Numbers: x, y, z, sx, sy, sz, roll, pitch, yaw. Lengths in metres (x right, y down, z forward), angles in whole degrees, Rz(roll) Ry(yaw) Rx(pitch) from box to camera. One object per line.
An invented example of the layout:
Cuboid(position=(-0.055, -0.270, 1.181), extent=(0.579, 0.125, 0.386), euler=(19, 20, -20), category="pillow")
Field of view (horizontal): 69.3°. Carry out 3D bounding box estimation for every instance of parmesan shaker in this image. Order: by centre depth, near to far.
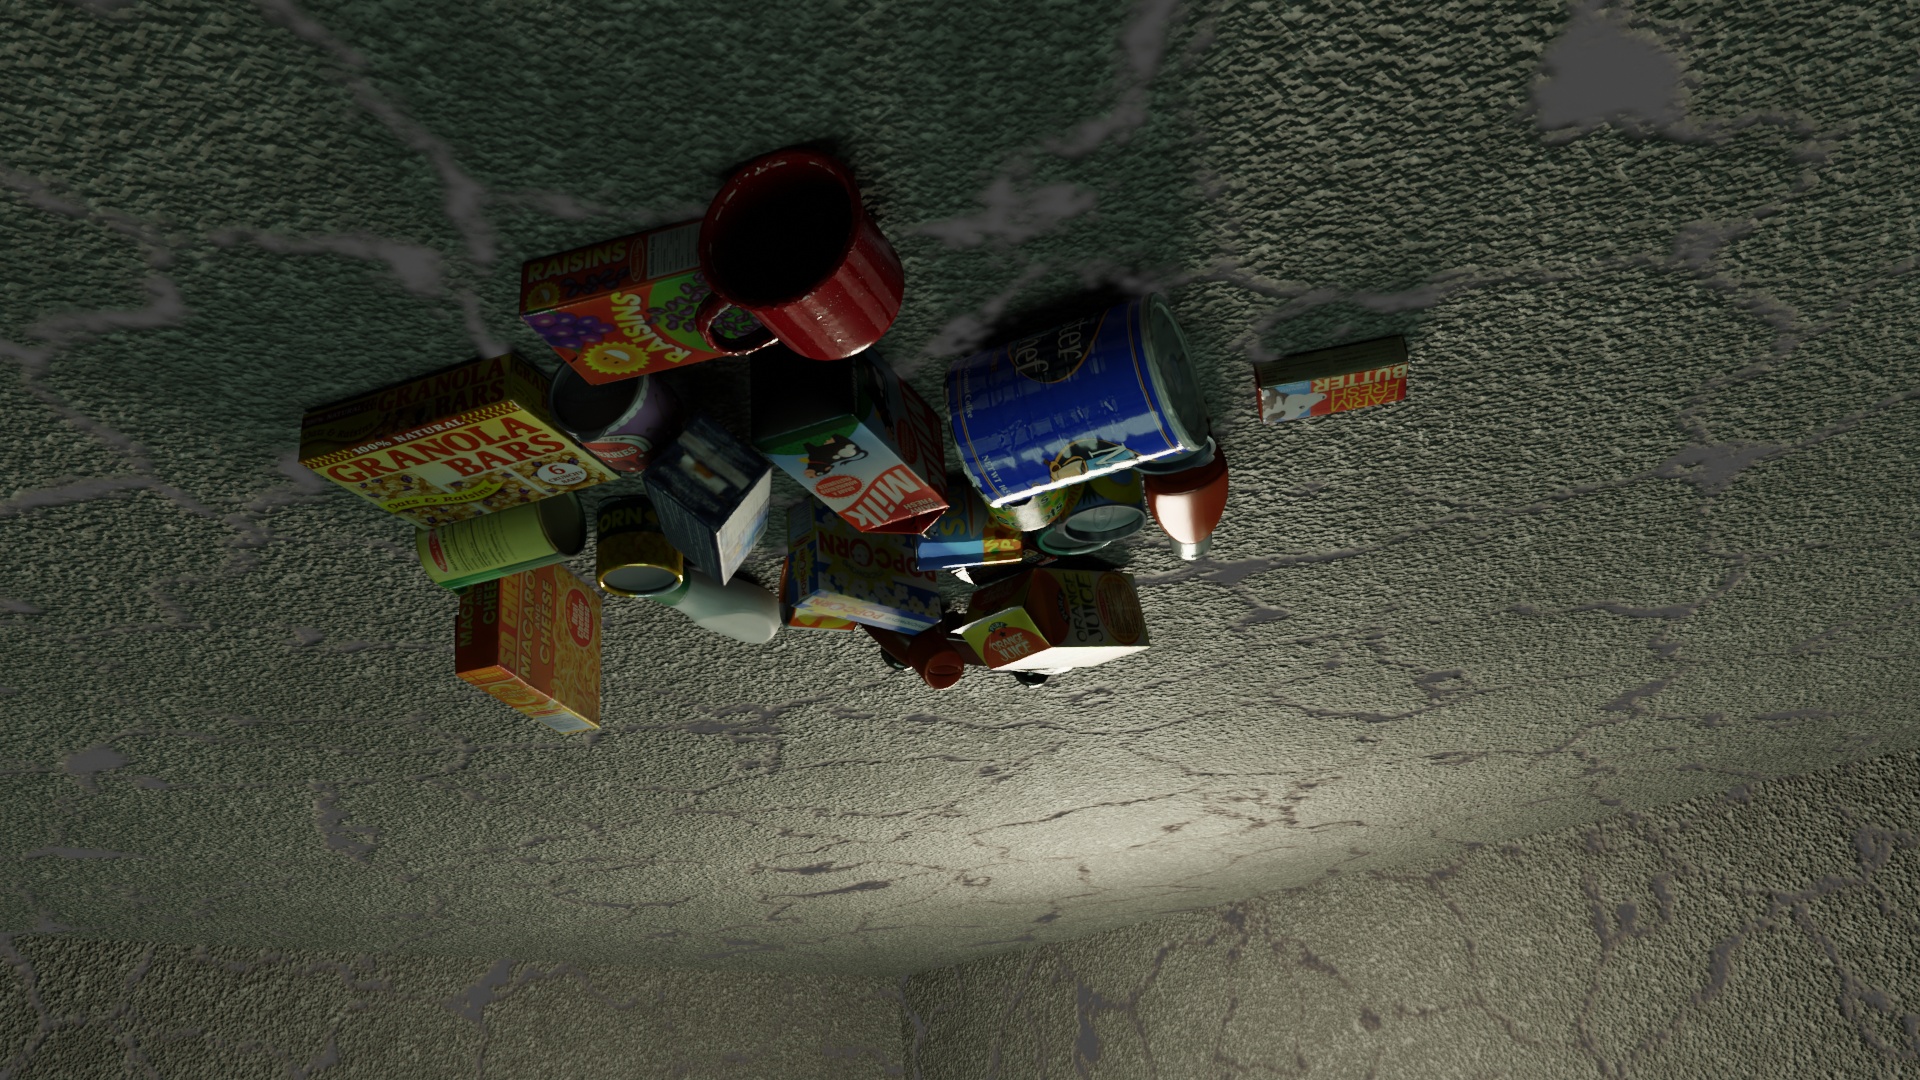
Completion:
Cuboid(position=(-0.335, -0.004, 1.022), extent=(0.103, 0.071, 0.071), euler=(-13, 154, 15), category="parmesan shaker")

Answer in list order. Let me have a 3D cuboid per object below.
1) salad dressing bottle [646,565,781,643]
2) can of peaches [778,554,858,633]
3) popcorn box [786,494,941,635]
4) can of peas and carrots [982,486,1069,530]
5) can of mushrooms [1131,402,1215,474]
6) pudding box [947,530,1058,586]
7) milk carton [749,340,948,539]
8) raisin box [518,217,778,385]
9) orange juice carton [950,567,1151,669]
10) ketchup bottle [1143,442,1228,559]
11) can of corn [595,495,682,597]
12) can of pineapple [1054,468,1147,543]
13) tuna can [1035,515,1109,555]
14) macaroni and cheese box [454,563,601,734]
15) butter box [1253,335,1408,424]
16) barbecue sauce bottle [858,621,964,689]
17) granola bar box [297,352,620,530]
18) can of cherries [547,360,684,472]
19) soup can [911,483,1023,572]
Cuboid(position=(-0.218, 0.049, 1.195), extent=(0.064, 0.044, 0.147), euler=(-19, 151, 30), category="salad dressing bottle")
Cuboid(position=(-0.118, 0.042, 1.176), extent=(0.058, 0.071, 0.071), euler=(5, 153, -20), category="can of peaches")
Cuboid(position=(-0.076, 0.021, 1.113), extent=(0.127, 0.085, 0.038), euler=(17, 146, -39), category="popcorn box")
Cuboid(position=(0.044, -0.045, 1.012), extent=(0.071, 0.071, 0.058), euler=(-9, 155, 8), category="can of peas and carrots")
Cuboid(position=(0.152, -0.077, 1.012), extent=(0.071, 0.033, 0.070), euler=(-5, 155, -2), category="can of mushrooms")
Cuboid(position=(0.034, 0.009, 1.176), extent=(0.083, 0.030, 0.049), euler=(-19, 153, 28), category="pudding box")
Cuboid(position=(-0.063, -0.065, 0.944), extent=(0.073, 0.072, 0.190), euler=(-15, 154, 19), category="milk carton")
Cuboid(position=(-0.179, -0.136, 0.806), extent=(0.123, 0.040, 0.086), euler=(-11, 156, 12), category="raisin box")
Cuboid(position=(0.079, 0.070, 1.219), extent=(0.071, 0.073, 0.193), euler=(-23, 162, 38), category="orange juice carton")
Cuboid(position=(0.182, -0.028, 1.111), extent=(0.065, 0.044, 0.148), euler=(-18, 155, 3), category="ketchup bottle")
Cuboid(position=(-0.250, 0.005, 1.073), extent=(0.071, 0.058, 0.071), euler=(-5, 155, -2), category="can of corn")
Cuboid(position=(0.104, -0.038, 1.056), extent=(0.071, 0.058, 0.070), euler=(-5, 155, -2), category="can of pineapple")
Cuboid(position=(0.091, -0.016, 1.130), extent=(0.071, 0.033, 0.070), euler=(-5, 156, -2), category="tuna can")
Cuboid(position=(-0.347, 0.075, 1.126), extent=(0.040, 0.124, 0.166), euler=(-11, 154, 10), category="macaroni and cheese box")
Cuboid(position=(0.259, -0.111, 0.970), extent=(0.103, 0.024, 0.053), euler=(-10, 154, 9), category="butter box")
Cuboid(position=(-0.042, 0.079, 1.190), extent=(0.065, 0.149, 0.043), euler=(3, 109, -26), category="barbecue sauce bottle")
Cuboid(position=(-0.332, -0.063, 0.931), extent=(0.165, 0.039, 0.124), euler=(-13, 155, 17), category="granola bar box")
Cuboid(position=(-0.217, -0.082, 0.877), extent=(0.071, 0.072, 0.058), euler=(-11, 155, 12), category="can of cherries")
Cuboid(position=(0.004, -0.014, 1.080), extent=(0.084, 0.071, 0.071), euler=(-5, 155, -3), category="soup can")
